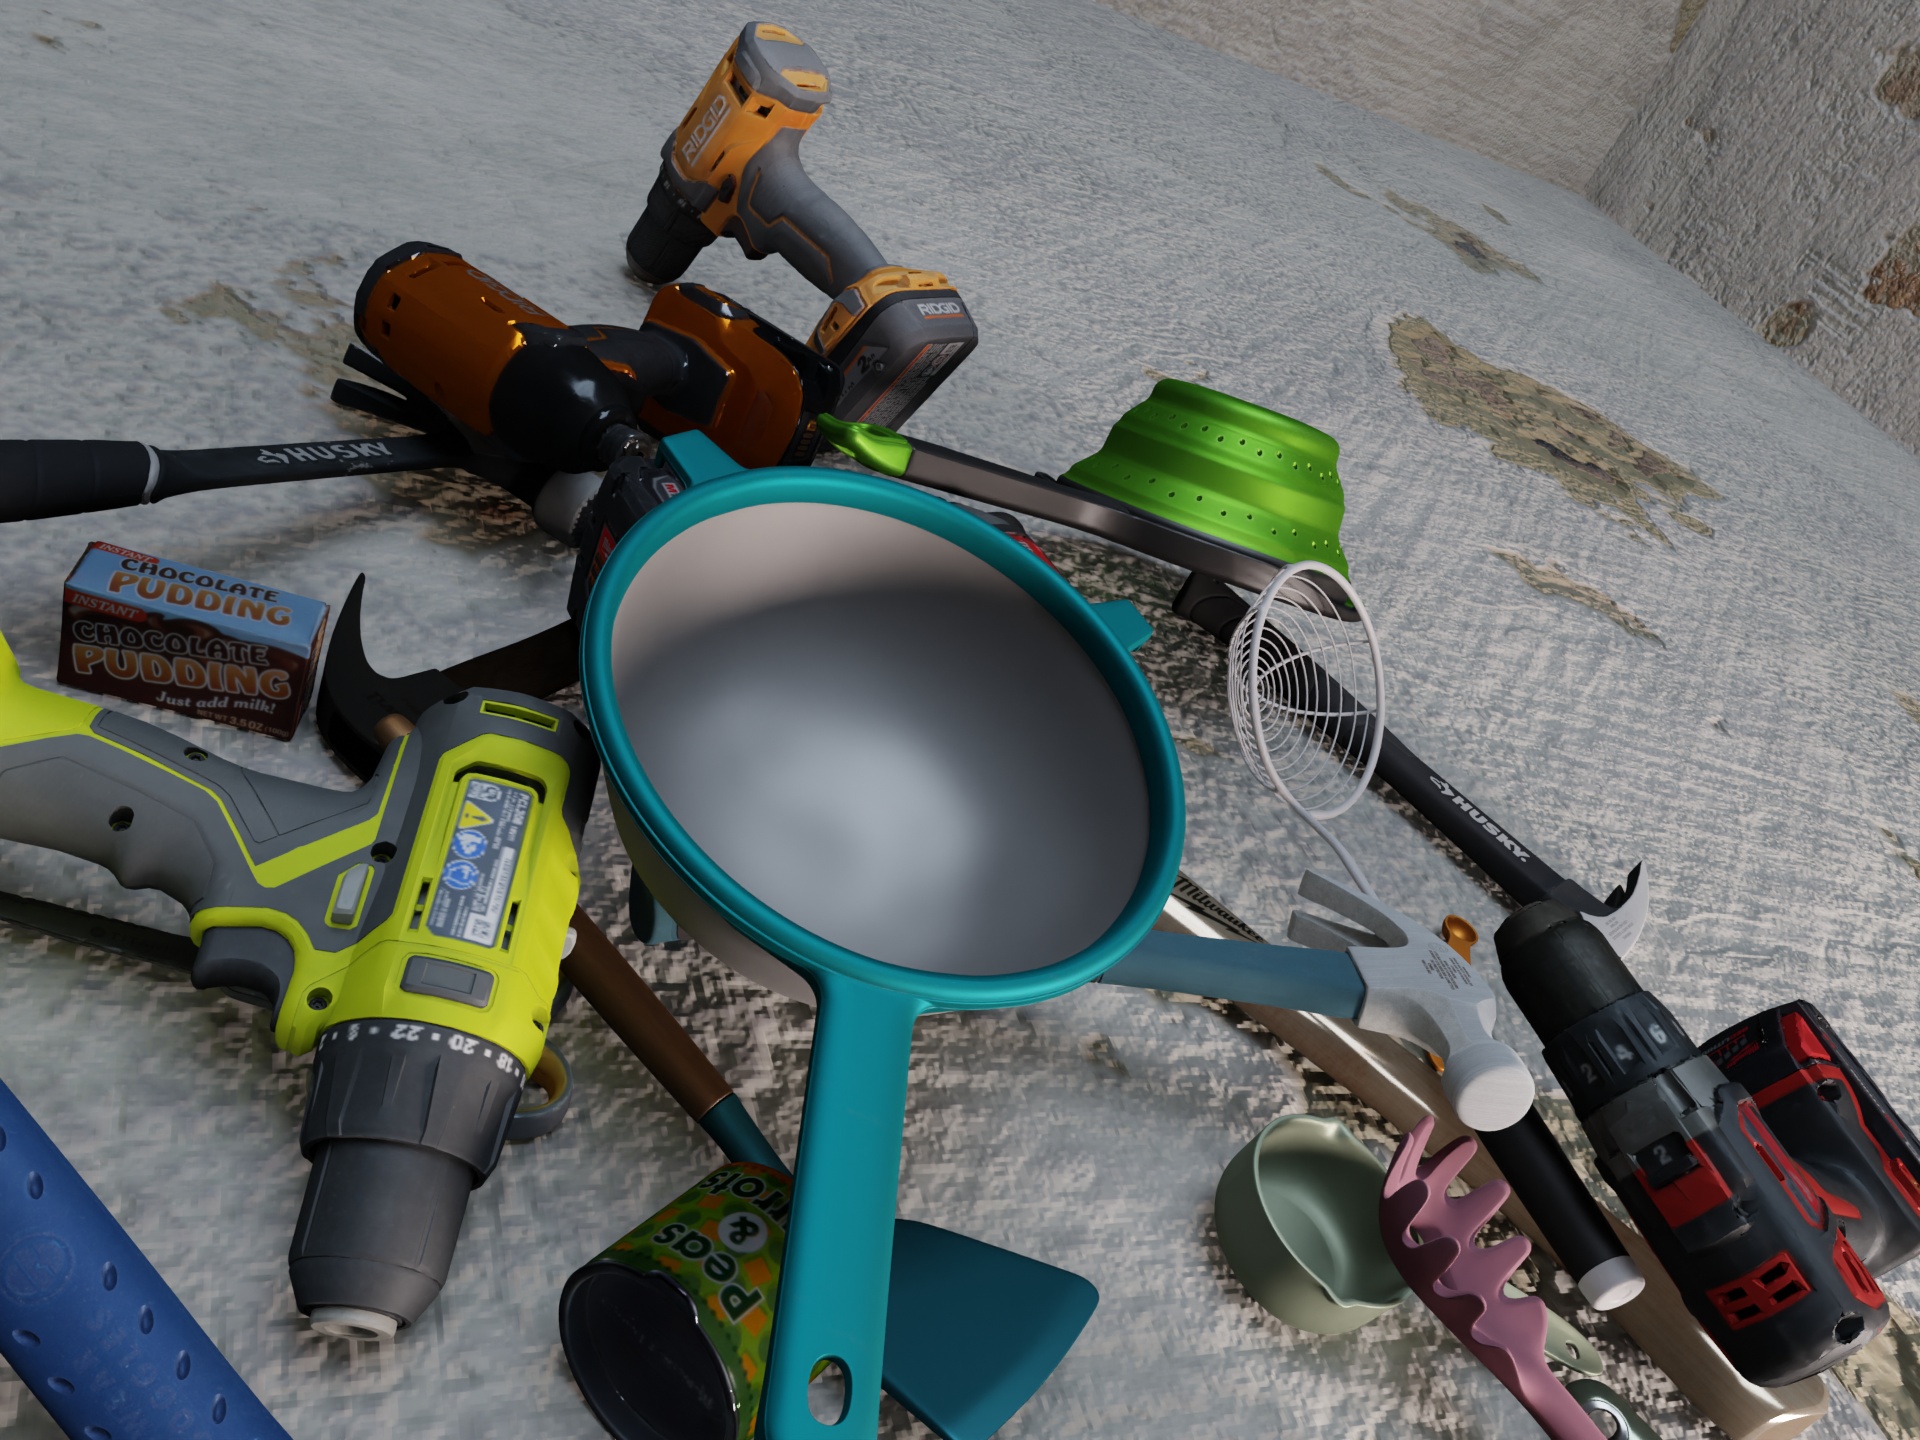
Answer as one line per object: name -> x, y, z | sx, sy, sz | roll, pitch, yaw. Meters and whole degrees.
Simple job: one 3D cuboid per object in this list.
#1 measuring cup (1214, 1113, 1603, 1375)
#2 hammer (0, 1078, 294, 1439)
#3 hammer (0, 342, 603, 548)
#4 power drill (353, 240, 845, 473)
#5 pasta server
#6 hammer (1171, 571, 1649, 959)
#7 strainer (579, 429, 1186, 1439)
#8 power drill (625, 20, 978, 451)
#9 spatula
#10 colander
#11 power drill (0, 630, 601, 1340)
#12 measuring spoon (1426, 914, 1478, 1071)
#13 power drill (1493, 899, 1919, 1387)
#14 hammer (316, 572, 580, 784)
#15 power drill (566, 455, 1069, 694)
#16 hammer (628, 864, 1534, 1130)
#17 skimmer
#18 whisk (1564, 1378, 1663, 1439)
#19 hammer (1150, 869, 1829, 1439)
measuring cup -> 0.167, 0.212, 0.599 | 0.167, 0.038, 0.083 | 32, 35, -11
hammer -> -0.271, 0.059, 0.366 | 0.144, 0.035, 0.405 | -38, 89, -31
hammer -> -0.298, -0.098, 0.602 | 0.149, 0.036, 0.409 | 32, 20, 11
power drill -> -0.158, -0.164, 0.786 | 0.164, 0.084, 0.226 | 36, 23, 23
pasta server -> 0.242, 0.275, 0.525 | 0.316, 0.040, 0.060 | 53, 30, 19
hammer -> 0.248, 0.019, 0.917 | 0.146, 0.035, 0.335 | -16, 53, -46
strainer -> -0.040, 0.069, 0.501 | 0.211, 0.095, 0.341 | 20, 47, -17
power drill -> -0.110, -0.271, 0.960 | 0.084, 0.185, 0.226 | -20, 75, -49
spatula -> -0.092, 0.103, 0.529 | 0.318, 0.044, 0.082 | 45, 36, 13
colander -> 0.092, -0.143, 0.848 | 0.396, 0.094, 0.205 | 8, 17, -45
power drill -> -0.228, 0.061, 0.451 | 0.228, 0.080, 0.191 | 16, 54, -16
measuring spoon -> 0.239, 0.134, 0.779 | 0.021, 0.011, 0.117 | 31, 37, 3
power drill -> 0.315, 0.162, 0.660 | 0.226, 0.080, 0.188 | 12, 42, -50
hammer -> -0.147, -0.047, 0.720 | 0.130, 0.031, 0.331 | 37, 33, 12
power drill -> -0.047, -0.052, 0.693 | 0.219, 0.078, 0.143 | -3, 44, -36
hammer -> 0.038, 0.087, 0.603 | 0.331, 0.033, 0.128 | 8, 23, -5
skimmer -> 0.213, 0.073, 0.704 | 0.127, 0.090, 0.364 | 33, 24, -41
whisk -> 0.304, 0.326, 0.538 | 0.247, 0.058, 0.059 | 45, 2, 28
hammer -> 0.187, 0.149, 0.695 | 0.411, 0.038, 0.146 | 39, 33, 15
